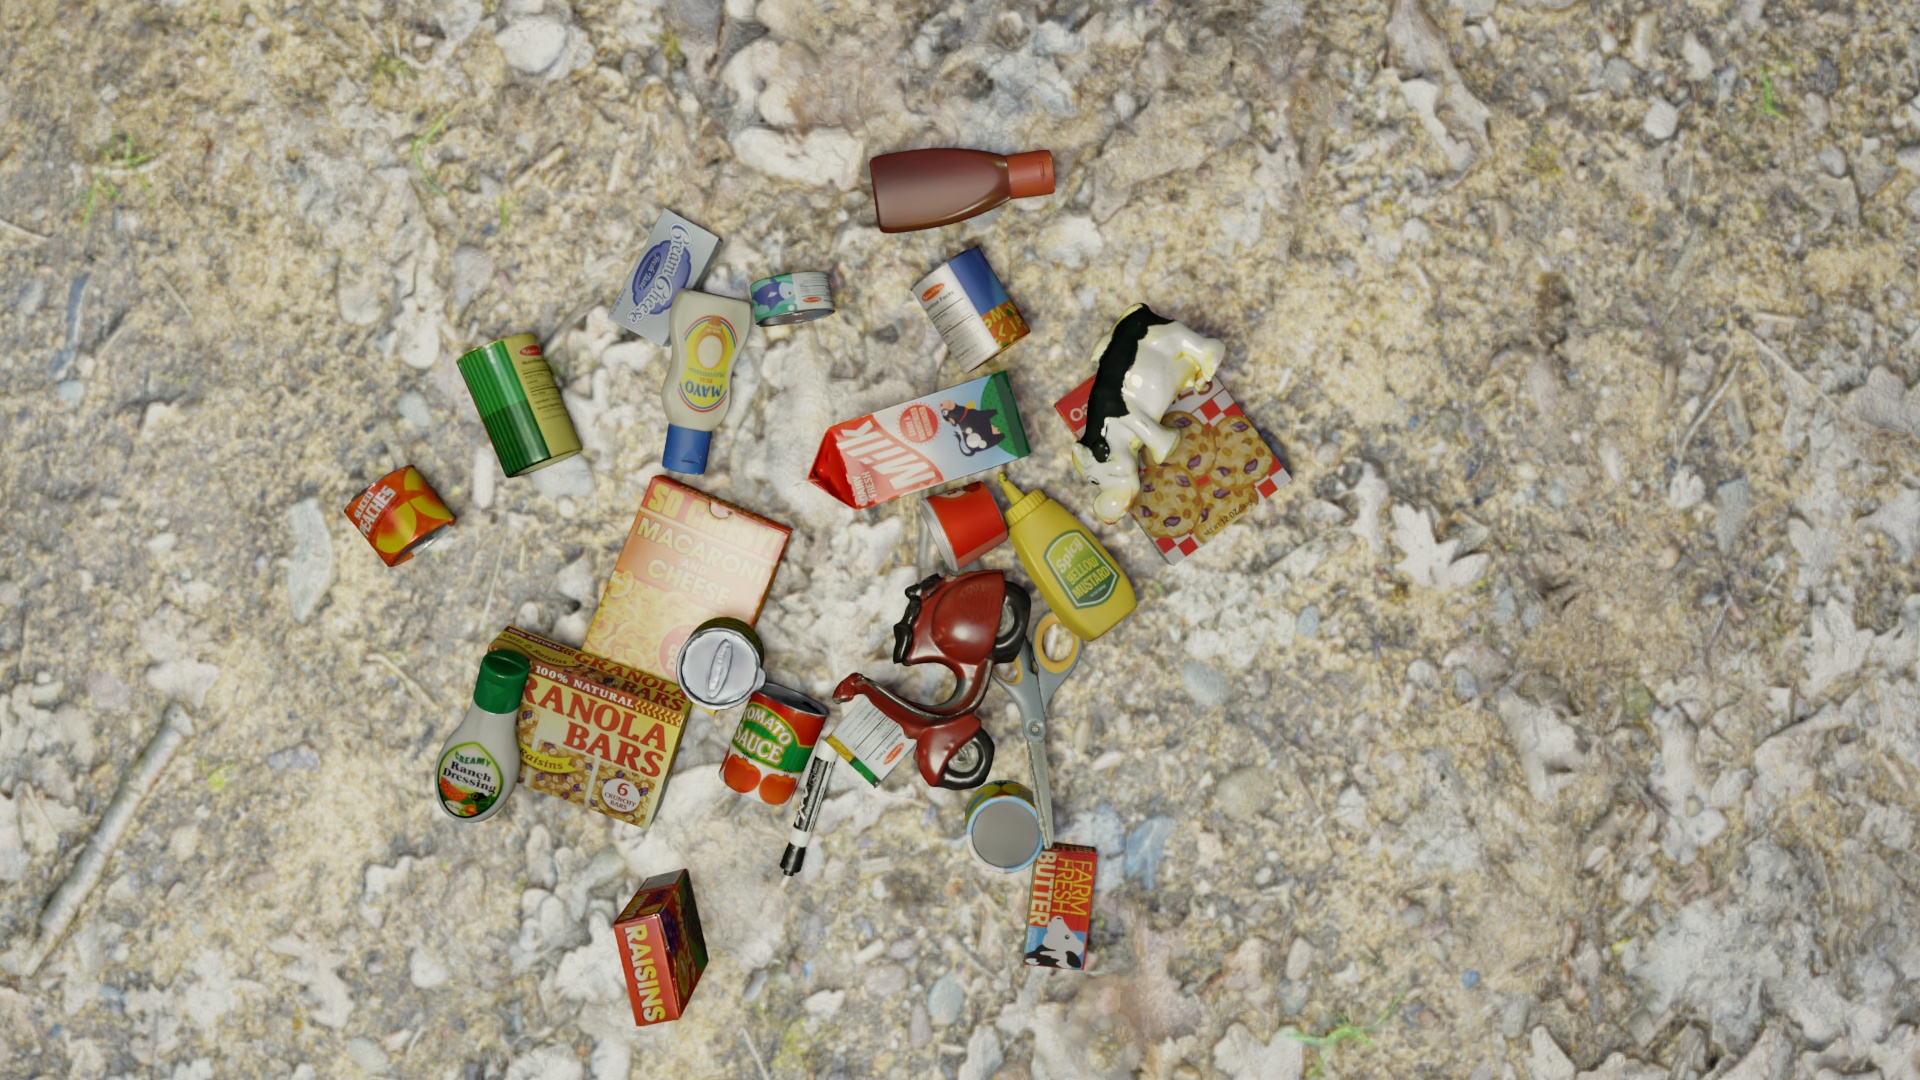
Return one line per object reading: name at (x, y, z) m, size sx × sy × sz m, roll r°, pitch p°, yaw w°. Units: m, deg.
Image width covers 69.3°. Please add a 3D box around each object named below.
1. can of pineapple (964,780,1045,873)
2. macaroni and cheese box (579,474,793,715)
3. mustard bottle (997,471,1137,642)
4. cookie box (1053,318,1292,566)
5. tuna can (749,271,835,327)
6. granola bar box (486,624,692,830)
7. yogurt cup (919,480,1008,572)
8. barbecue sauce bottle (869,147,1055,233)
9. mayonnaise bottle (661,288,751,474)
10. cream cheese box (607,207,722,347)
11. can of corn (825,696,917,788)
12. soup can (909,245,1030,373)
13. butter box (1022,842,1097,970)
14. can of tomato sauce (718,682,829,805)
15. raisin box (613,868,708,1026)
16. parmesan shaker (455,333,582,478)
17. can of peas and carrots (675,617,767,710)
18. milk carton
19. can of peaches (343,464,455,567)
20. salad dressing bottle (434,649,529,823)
can of pineapple at (0.038, 0.237, 1.160) m, size 0.071 × 0.058 × 0.071 m, roll 0°, pitch 93°, yaw 0°
macaroni and cheese box at (-0.227, 0.045, 1.157) m, size 0.124 × 0.040 × 0.166 m, roll 22°, pitch 93°, yaw -3°
mustard bottle at (0.078, 0.007, 1.152) m, size 0.065 × 0.048 × 0.160 m, roll -38°, pitch 88°, yaw -15°
cookie box at (0.175, -0.082, 1.155) m, size 0.123 × 0.040 × 0.167 m, roll -36°, pitch 92°, yaw 1°
tuna can at (-0.139, -0.197, 1.136) m, size 0.071 × 0.071 × 0.033 m, roll -10°, pitch 92°, yaw 0°
granola bar box at (-0.314, 0.154, 1.143) m, size 0.165 × 0.039 × 0.123 m, roll 20°, pitch 115°, yaw -1°
yogurt cup at (0.004, -0.014, 1.146) m, size 0.054 × 0.072 × 0.072 m, roll -25°, pitch 93°, yaw -7°
barbecue sauce bottle at (0.002, -0.294, 1.143) m, size 0.149 × 0.044 × 0.065 m, roll -8°, pitch 93°, yaw -1°
mayonnaise bottle at (-0.215, -0.129, 1.143) m, size 0.065 × 0.041 × 0.147 m, roll 7°, pitch 100°, yaw -27°
cream cheese box at (-0.245, -0.217, 1.153) m, size 0.053 × 0.024 × 0.103 m, roll 28°, pitch 92°, yaw -3°
can of corn at (-0.069, 0.162, 1.152) m, size 0.058 × 0.071 × 0.071 m, roll 43°, pitch 92°, yaw 3°
soup can at (0.010, -0.190, 1.138) m, size 0.071 × 0.071 × 0.083 m, roll -33°, pitch 94°, yaw 1°
butter box at (0.084, 0.310, 1.181) m, size 0.053 × 0.024 × 0.103 m, roll 7°, pitch 93°, yaw 0°
can of tomato sauce at (-0.156, 0.168, 1.149) m, size 0.071 × 0.071 × 0.083 m, roll 23°, pitch 93°, yaw -2°
raisin box at (-0.241, 0.329, 1.129) m, size 0.040 × 0.123 × 0.086 m, roll -11°, pitch 93°, yaw 1°
parmesan shaker at (-0.361, -0.109, 1.134) m, size 0.071 × 0.071 × 0.103 m, roll -22°, pitch 93°, yaw 1°
can of peas and carrots at (-0.189, 0.098, 1.112) m, size 0.071 × 0.059 × 0.071 m, roll 0°, pitch 95°, yaw -5°
milk carton at (-0.044, -0.075, 1.138) m, size 0.191 × 0.072 × 0.073 m, roll -18°, pitch 93°, yaw 1°
can of peaches at (-0.459, -0.019, 1.137) m, size 0.071 × 0.071 × 0.058 m, roll -37°, pitch 94°, yaw 1°
salad dressing bottle at (-0.377, 0.156, 1.105) m, size 0.064 × 0.044 × 0.147 m, roll 21°, pitch 114°, yaw -2°
